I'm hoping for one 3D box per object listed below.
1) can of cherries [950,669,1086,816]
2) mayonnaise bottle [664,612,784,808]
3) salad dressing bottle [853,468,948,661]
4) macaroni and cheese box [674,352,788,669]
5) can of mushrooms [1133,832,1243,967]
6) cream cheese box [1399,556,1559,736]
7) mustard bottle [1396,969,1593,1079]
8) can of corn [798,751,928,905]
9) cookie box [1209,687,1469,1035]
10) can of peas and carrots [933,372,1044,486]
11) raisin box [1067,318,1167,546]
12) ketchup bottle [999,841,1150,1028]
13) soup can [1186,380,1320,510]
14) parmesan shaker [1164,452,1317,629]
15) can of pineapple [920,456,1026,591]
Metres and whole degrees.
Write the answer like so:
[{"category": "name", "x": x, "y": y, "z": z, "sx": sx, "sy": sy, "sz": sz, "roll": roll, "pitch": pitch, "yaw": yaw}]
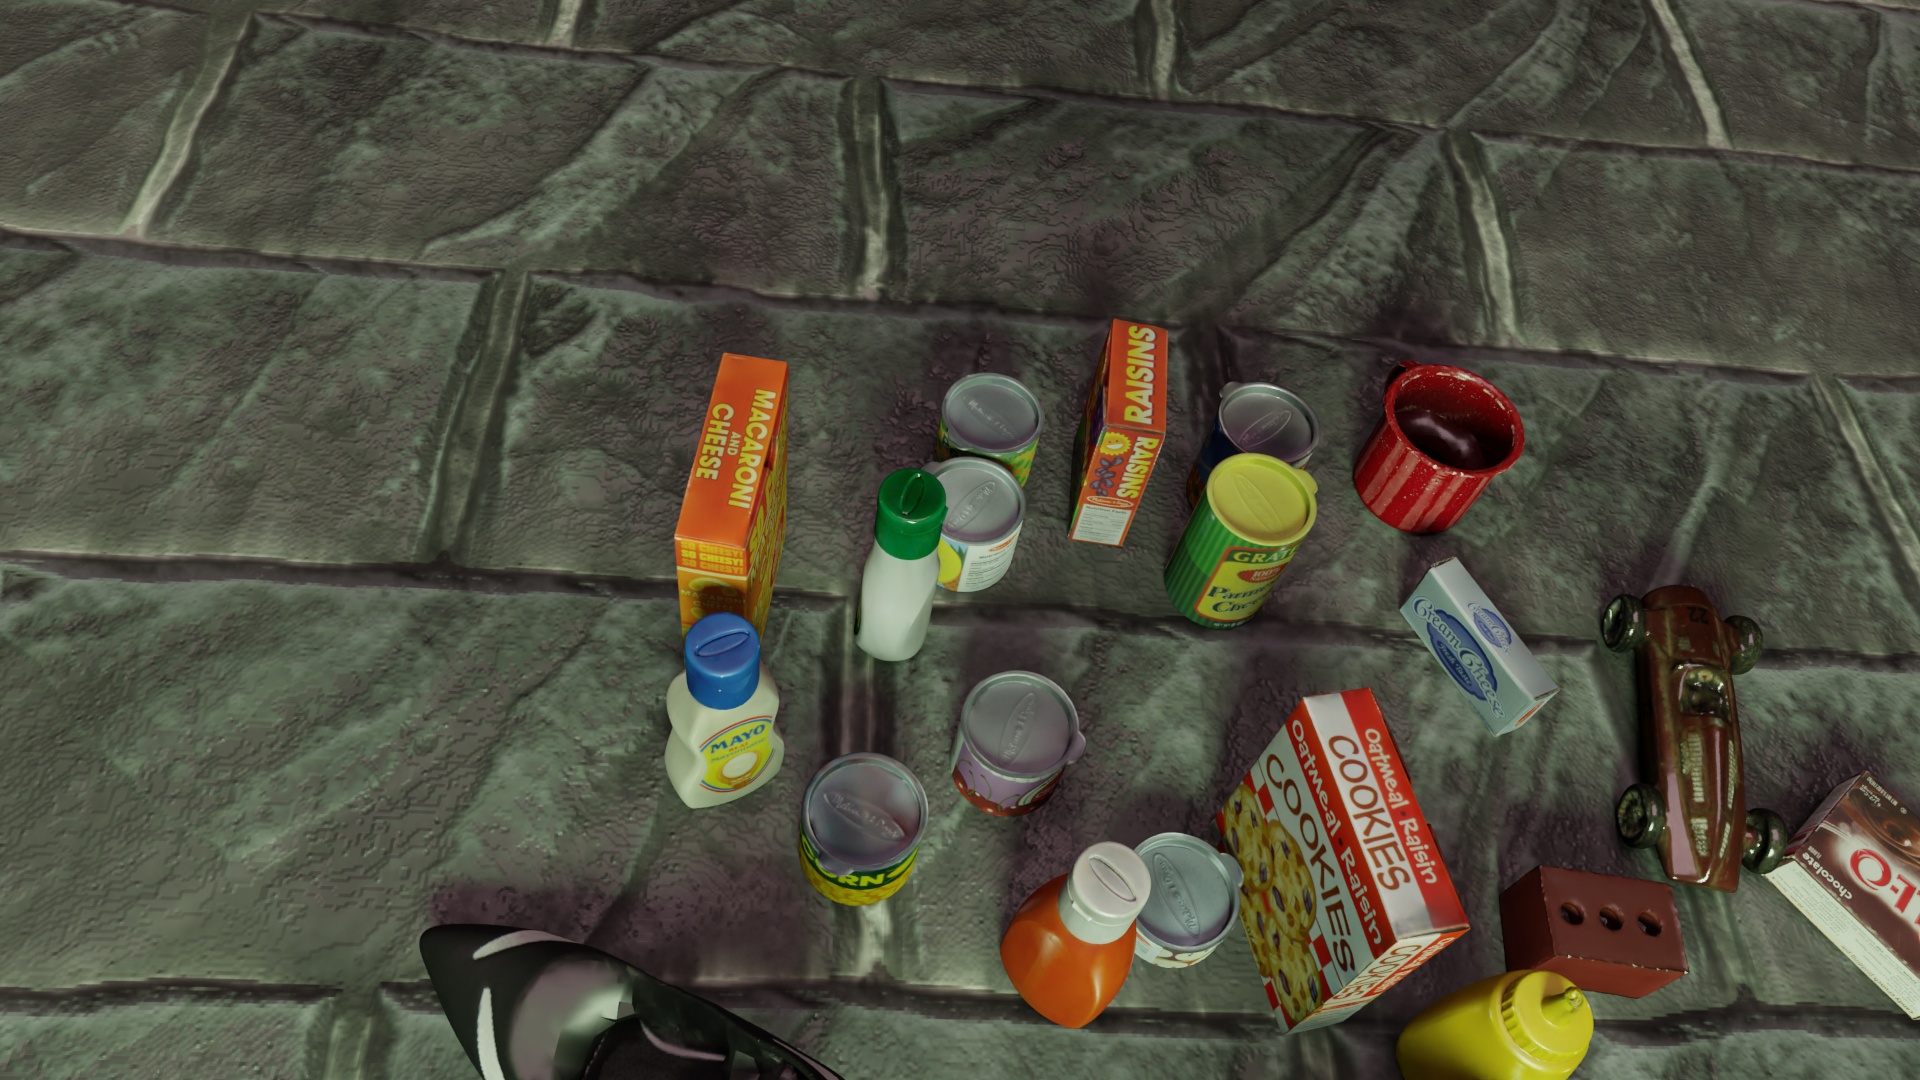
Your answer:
[{"category": "can of cherries", "x": 0.032, "y": 0.117, "z": 0.785, "sx": 0.071, "sy": 0.058, "sz": 0.072, "roll": 4, "pitch": 56, "yaw": -6}, {"category": "mayonnaise bottle", "x": -0.124, "y": 0.090, "z": 0.725, "sx": 0.065, "sy": 0.147, "sz": 0.041, "roll": -21, "pitch": 62, "yaw": -21}, {"category": "salad dressing bottle", "x": -0.034, "y": 0.015, "z": 0.790, "sx": 0.044, "sy": 0.146, "sz": 0.064, "roll": 18, "pitch": 56, "yaw": 3}, {"category": "macaroni and cheese box", "x": -0.124, "y": -0.004, "z": 0.777, "sx": 0.040, "sy": 0.165, "sz": 0.124, "roll": 9, "pitch": 56, "yaw": -3}, {"category": "can of mushrooms", "x": 0.119, "y": 0.197, "z": 0.761, "sx": 0.071, "sy": 0.033, "sz": 0.071, "roll": 4, "pitch": 56, "yaw": -6}, {"category": "cream cheese box", "x": 0.321, "y": 0.066, "z": 0.867, "sx": 0.024, "sy": 0.053, "sz": 0.104, "roll": -20, "pitch": 62, "yaw": -20}, {"category": "mustard bottle", "x": 0.267, "y": 0.244, "z": 0.676, "sx": 0.049, "sy": 0.159, "sz": 0.065, "roll": -21, "pitch": 62, "yaw": -21}, {"category": "can of corn", "x": -0.055, "y": 0.158, "z": 0.745, "sx": 0.071, "sy": 0.058, "sz": 0.071, "roll": 4, "pitch": 56, "yaw": -6}, {"category": "cookie box", "x": 0.187, "y": 0.167, "z": 0.710, "sx": 0.040, "sy": 0.166, "sz": 0.123, "roll": -7, "pitch": 58, "yaw": -13}, {"category": "can of peas and carrots", "x": 0.016, "y": -0.064, "z": 0.904, "sx": 0.071, "sy": 0.058, "sz": 0.071, "roll": 4, "pitch": 56, "yaw": -6}, {"category": "raisin box", "x": 0.098, "y": -0.066, "z": 0.879, "sx": 0.040, "sy": 0.122, "sz": 0.086, "roll": 10, "pitch": 56, "yaw": -2}, {"category": "ketchup bottle", "x": 0.058, "y": 0.193, "z": 0.684, "sx": 0.044, "sy": 0.148, "sz": 0.065, "roll": -38, "pitch": 69, "yaw": -28}, {"category": "soup can", "x": 0.188, "y": -0.054, "z": 0.909, "sx": 0.071, "sy": 0.083, "sz": 0.072, "roll": 4, "pitch": 56, "yaw": -6}, {"category": "parmesan shaker", "x": 0.173, "y": 0.002, "z": 0.857, "sx": 0.071, "sy": 0.102, "sz": 0.071, "roll": 4, "pitch": 56, "yaw": -6}, {"category": "can of pineapple", "x": 0.003, "y": -0.011, "z": 0.867, "sx": 0.071, "sy": 0.057, "sz": 0.071, "roll": 4, "pitch": 56, "yaw": -6}]
